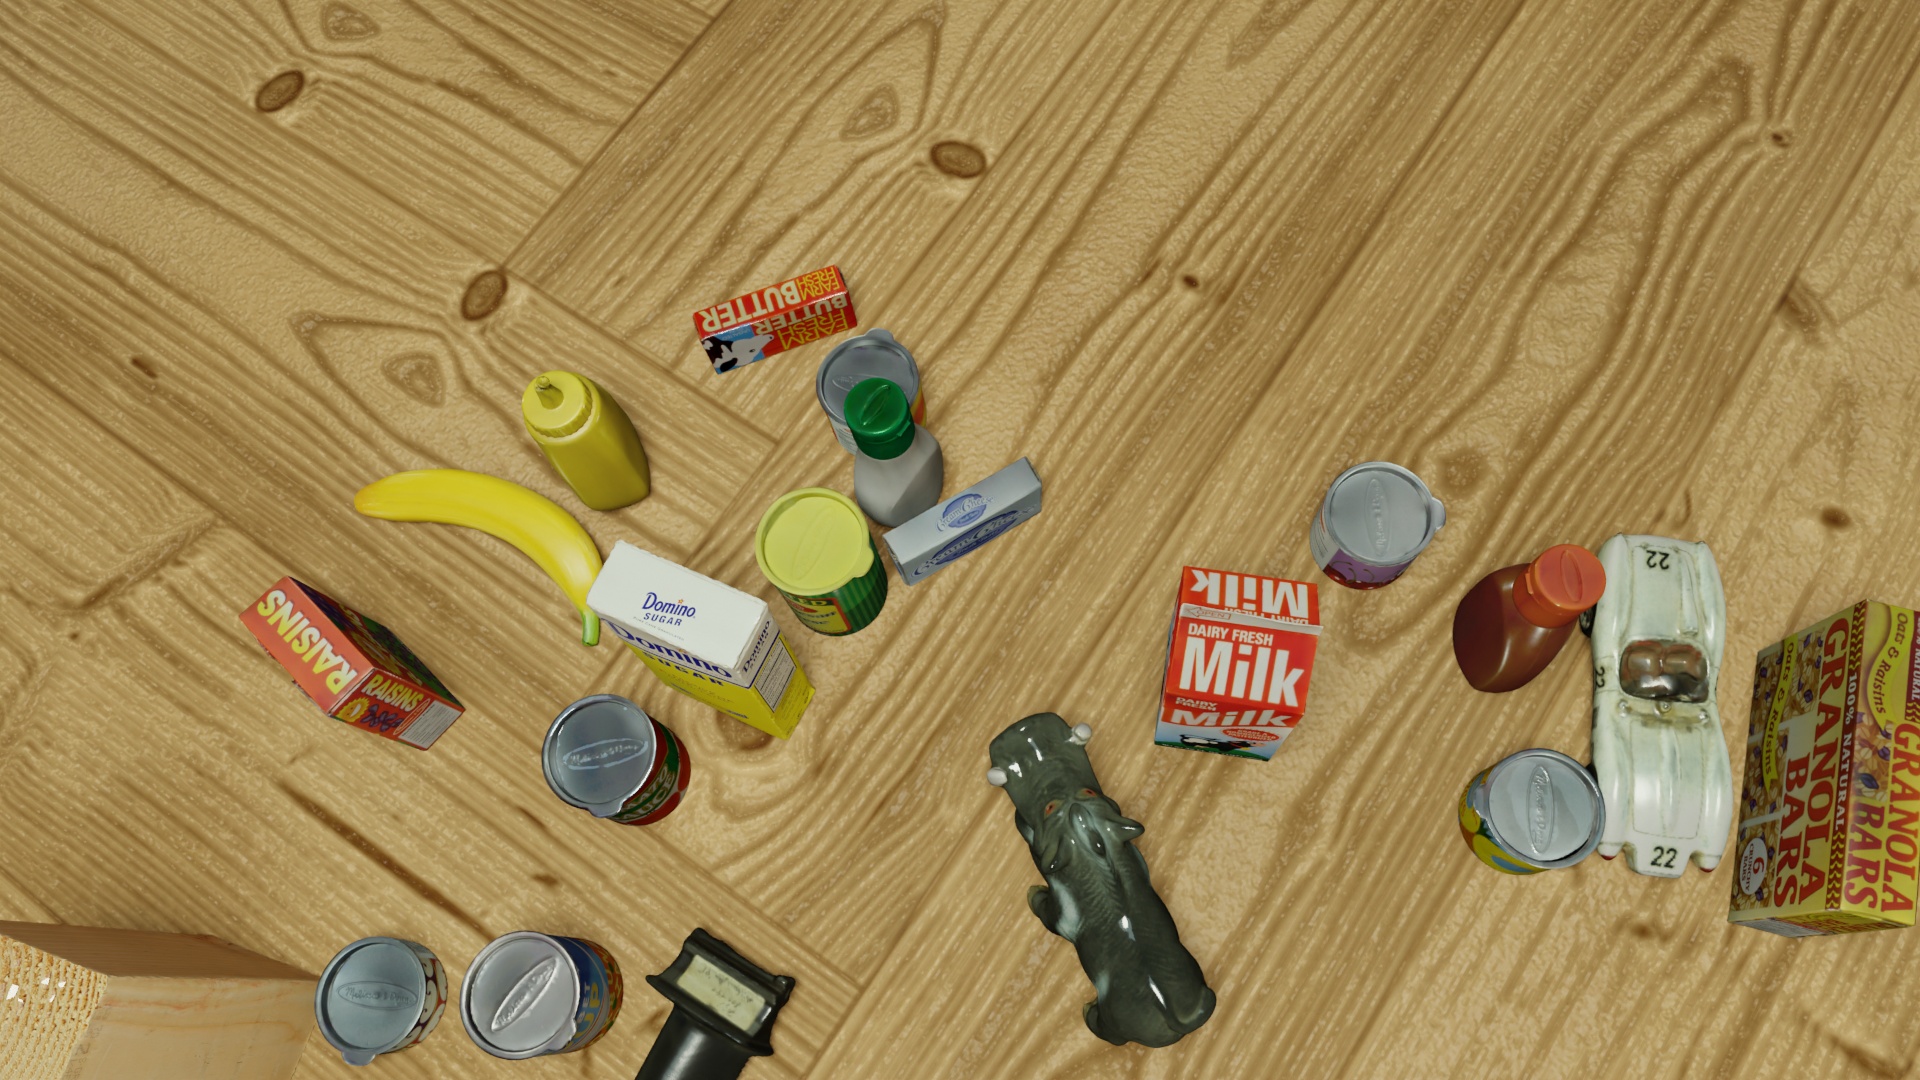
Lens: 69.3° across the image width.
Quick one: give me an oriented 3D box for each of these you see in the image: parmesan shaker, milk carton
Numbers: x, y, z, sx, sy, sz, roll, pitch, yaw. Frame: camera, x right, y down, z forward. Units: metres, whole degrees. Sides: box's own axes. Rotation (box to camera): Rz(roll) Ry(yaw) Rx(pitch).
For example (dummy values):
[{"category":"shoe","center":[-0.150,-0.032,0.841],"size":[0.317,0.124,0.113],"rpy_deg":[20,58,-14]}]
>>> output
[{"category":"parmesan shaker","center":[-0.080,0.017,0.846],"size":[0.071,0.102,0.071],"rpy_deg":[-1,71,4]},{"category":"milk carton","center":[0.150,0.067,0.766],"size":[0.072,0.190,0.073],"rpy_deg":[8,73,7]}]

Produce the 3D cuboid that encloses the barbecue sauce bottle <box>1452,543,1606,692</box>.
[{"category":"barbecue sauce bottle","center":[0.319,0.041,0.785],"size":[0.044,0.148,0.065],"rpy_deg":[-3,71,3]}]

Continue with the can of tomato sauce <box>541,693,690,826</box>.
[{"category":"can of tomato sauce","center":[-0.201,0.134,0.825],"size":[0.071,0.083,0.071],"rpy_deg":[-1,71,4]}]

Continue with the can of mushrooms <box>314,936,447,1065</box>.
[{"category":"can of mushrooms","center":[-0.340,0.270,0.815],"size":[0.071,0.033,0.071],"rpy_deg":[-1,71,4]}]

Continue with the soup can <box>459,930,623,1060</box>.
[{"category":"soup can","center":[-0.232,0.259,0.785],"size":[0.071,0.083,0.071],"rpy_deg":[-1,71,4]}]

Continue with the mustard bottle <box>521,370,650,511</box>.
[{"category":"mustard bottle","center":[-0.235,-0.068,0.856],"size":[0.049,0.159,0.065],"rpy_deg":[-18,71,-2]}]

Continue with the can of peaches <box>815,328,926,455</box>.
[{"category":"can of peaches","center":[-0.056,-0.094,0.906],"size":[0.071,0.058,0.071],"rpy_deg":[-1,71,4]}]

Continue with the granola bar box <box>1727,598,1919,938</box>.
[{"category":"granola bar box","center":[0.474,0.128,0.757],"size":[0.039,0.124,0.166],"rpy_deg":[14,73,9]}]

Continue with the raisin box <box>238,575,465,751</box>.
[{"category":"raisin box","center":[-0.363,0.076,0.836],"size":[0.086,0.123,0.040],"rpy_deg":[41,79,15]}]

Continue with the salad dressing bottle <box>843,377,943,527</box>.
[{"category":"salad dressing bottle","center":[-0.042,-0.053,0.844],"size":[0.044,0.147,0.064],"rpy_deg":[32,77,14]}]

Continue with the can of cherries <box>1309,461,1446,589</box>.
[{"category":"can of cherries","center":[0.255,-0.007,0.854],"size":[0.071,0.058,0.071],"rpy_deg":[-1,71,4]}]

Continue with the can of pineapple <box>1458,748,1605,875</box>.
[{"category":"can of pineapple","center":[0.323,0.155,0.793],"size":[0.071,0.057,0.071],"rpy_deg":[-1,71,4]}]

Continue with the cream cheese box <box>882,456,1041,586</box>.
[{"category":"cream cheese box","center":[0.003,-0.011,0.876],"size":[0.104,0.053,0.024],"rpy_deg":[-29,72,-6]}]

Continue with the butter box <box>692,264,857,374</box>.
[{"category":"butter box","center":[-0.123,-0.148,0.932],"size":[0.103,0.053,0.024],"rpy_deg":[-20,71,-3]}]
